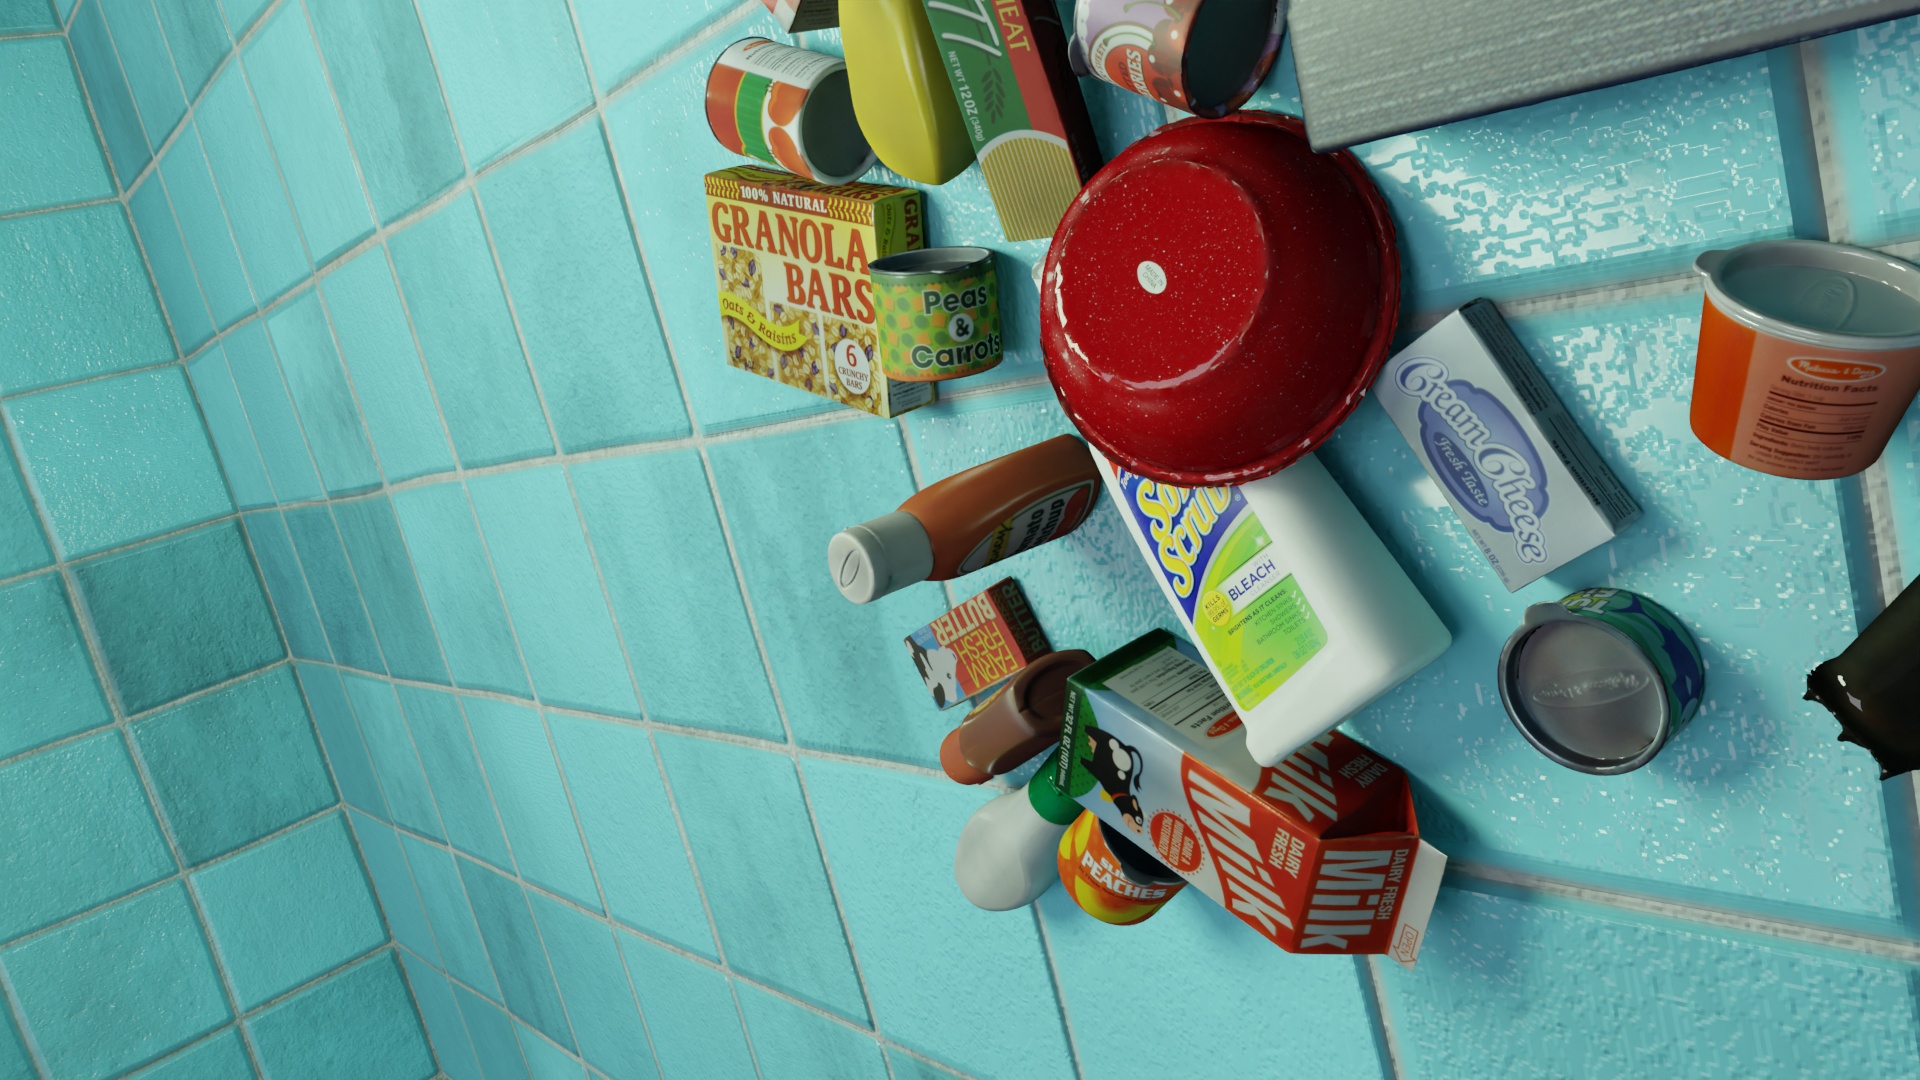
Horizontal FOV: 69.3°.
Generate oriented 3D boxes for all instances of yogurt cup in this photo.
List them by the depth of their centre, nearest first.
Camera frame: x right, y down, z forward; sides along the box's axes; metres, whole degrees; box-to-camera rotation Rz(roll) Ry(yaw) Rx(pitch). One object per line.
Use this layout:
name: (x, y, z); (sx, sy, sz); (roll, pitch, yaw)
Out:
yogurt cup: (0.262, -0.055, 0.430); (0.072, 0.073, 0.053); (30, 138, 38)

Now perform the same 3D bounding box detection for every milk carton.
milk carton: (0.139, 0.124, 0.661); (0.191, 0.074, 0.072); (30, 130, 38)

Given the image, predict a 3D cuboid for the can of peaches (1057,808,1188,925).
can of peaches: (0.091, 0.167, 0.743); (0.071, 0.071, 0.057); (52, 141, 19)

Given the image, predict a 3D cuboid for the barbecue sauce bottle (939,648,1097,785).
barbecue sauce bottle: (0.029, 0.108, 0.800); (0.044, 0.065, 0.148); (61, 151, 11)

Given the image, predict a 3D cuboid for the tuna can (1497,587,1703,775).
tuna can: (0.243, 0.051, 0.531); (0.071, 0.033, 0.070); (26, 127, 41)

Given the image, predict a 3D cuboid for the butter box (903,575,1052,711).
butter box: (0.009, 0.063, 0.829); (0.103, 0.024, 0.053); (-35, 81, 52)

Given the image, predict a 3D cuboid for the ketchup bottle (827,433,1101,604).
ketchup bottle: (0.002, -0.009, 0.697); (0.043, 0.149, 0.064); (51, 140, 22)

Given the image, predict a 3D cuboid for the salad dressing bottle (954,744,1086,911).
salad dressing bottle: (0.043, 0.170, 0.828); (0.064, 0.044, 0.146); (53, 140, 21)

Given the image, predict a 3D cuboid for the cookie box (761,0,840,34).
cookie box: (-0.072, -0.344, 0.642); (0.123, 0.040, 0.166); (54, 140, 15)

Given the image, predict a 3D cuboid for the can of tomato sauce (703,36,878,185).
can of tomato sauce: (-0.089, -0.234, 0.763); (0.083, 0.071, 0.070); (28, 128, 39)

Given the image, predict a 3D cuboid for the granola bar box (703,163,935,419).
granola bar box: (-0.084, -0.151, 0.822); (0.166, 0.039, 0.123); (22, 125, 43)

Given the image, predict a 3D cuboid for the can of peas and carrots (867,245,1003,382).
can of peas and carrots: (-0.011, -0.119, 0.725); (0.071, 0.071, 0.058); (17, 122, 45)

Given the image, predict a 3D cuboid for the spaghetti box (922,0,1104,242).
spaghetti box: (0.008, -0.246, 0.597); (0.050, 0.029, 0.249); (1, 129, 32)

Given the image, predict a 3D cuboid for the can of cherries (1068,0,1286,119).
can of cherries: (0.087, -0.207, 0.559); (0.058, 0.072, 0.071); (35, 132, 34)

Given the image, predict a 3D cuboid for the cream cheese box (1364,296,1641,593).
cream cheese box: (0.208, -0.037, 0.537); (0.104, 0.024, 0.053); (59, 141, 11)

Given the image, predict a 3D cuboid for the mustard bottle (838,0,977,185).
mustard bottle: (-0.026, -0.244, 0.653); (0.065, 0.049, 0.159); (33, 155, 28)
